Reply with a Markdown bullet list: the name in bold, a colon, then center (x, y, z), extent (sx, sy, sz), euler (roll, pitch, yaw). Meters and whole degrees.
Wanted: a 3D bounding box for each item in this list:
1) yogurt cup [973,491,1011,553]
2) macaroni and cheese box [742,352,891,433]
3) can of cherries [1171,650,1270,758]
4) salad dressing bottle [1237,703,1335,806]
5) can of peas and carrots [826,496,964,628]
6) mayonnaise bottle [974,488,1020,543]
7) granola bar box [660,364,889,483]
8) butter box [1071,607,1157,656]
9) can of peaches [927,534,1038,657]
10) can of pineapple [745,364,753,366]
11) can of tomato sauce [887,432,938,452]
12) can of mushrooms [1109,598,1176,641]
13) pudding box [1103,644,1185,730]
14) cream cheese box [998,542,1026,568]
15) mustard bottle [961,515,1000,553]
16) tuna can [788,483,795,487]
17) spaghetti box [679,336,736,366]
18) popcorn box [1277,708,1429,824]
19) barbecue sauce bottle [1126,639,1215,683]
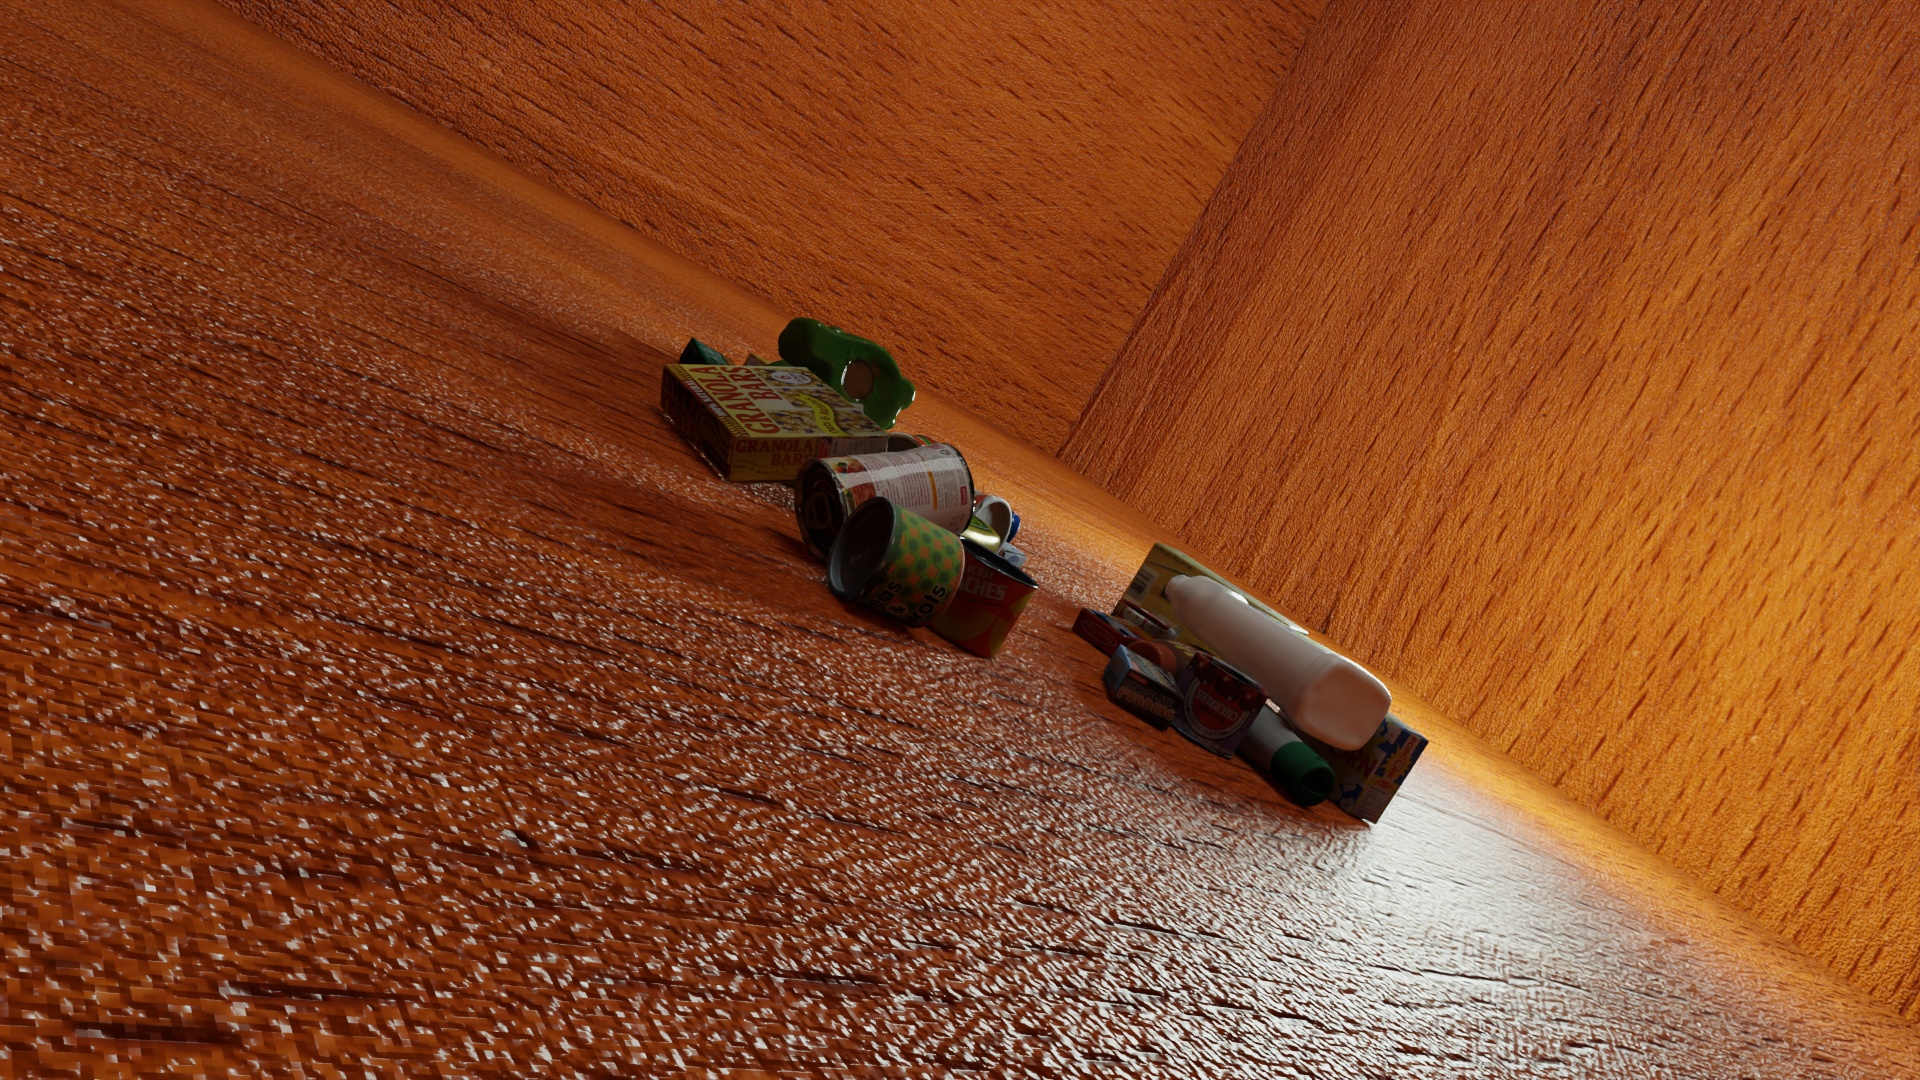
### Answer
- **yogurt cup**: center (0.004, -0.016, 1.239), extent (0.054, 0.072, 0.072), euler (26, 3, 34)
- **macaroni and cheese box**: center (-0.149, -0.137, 1.519), extent (0.167, 0.040, 0.123), euler (35, 8, 31)
- **can of cherries**: center (0.197, 0.126, 1.073), extent (0.071, 0.058, 0.071), euler (31, 7, -4)
- **salad dressing bottle**: center (0.243, 0.159, 1.106), extent (0.064, 0.044, 0.148), euler (29, 8, -26)
- **can of peas and carrots**: center (-0.040, 0.016, 0.852), extent (0.058, 0.071, 0.071), euler (27, 8, -32)
- **mayonnaise bottle**: center (-0.006, -0.044, 1.468), extent (0.148, 0.041, 0.065), euler (29, 9, -20)
- **granola bar box**: center (-0.146, -0.092, 1.068), extent (0.124, 0.039, 0.166), euler (-3, 25, -29)
- **butter box**: center (0.146, 0.089, 1.251), extent (0.053, 0.024, 0.103), euler (35, 8, 32)
- **can of peaches**: center (0.009, 0.037, 0.923), extent (0.071, 0.058, 0.071), euler (31, 8, -4)
- **can of pineapple**: center (-0.168, -0.109, 1.192), extent (0.071, 0.057, 0.071), euler (30, 8, -4)
- **can of tomato sauce**: center (-0.055, -0.073, 1.373), extent (0.071, 0.071, 0.083), euler (32, 8, 10)
- **can of mushrooms**: center (0.171, 0.085, 1.338), extent (0.071, 0.033, 0.071), euler (30, 8, -5)
- **pudding box**: center (0.138, 0.110, 1.054), extent (0.049, 0.030, 0.084), euler (30, 7, -2)
- **cream cheese box**: center (0.010, -0.004, 1.329), extent (0.104, 0.024, 0.053), euler (34, 8, 25)
- **mustard bottle**: center (-0.021, -0.005, 1.118), extent (0.065, 0.048, 0.160), euler (32, 7, 22)
- **tuna can**: center (-0.131, -0.065, 1.140), extent (0.071, 0.033, 0.071), euler (30, 8, -4)
- **spaghetti box**: center (-0.232, -0.152, 1.334), extent (0.050, 0.028, 0.251), euler (29, 8, -23)
- **popcorn box**: center (0.325, 0.170, 1.185), extent (0.038, 0.085, 0.127), euler (25, 10, -32)
- **barbecue sauce bottle**: center (0.178, 0.109, 1.175), extent (0.065, 0.043, 0.148), euler (35, 9, 28)
